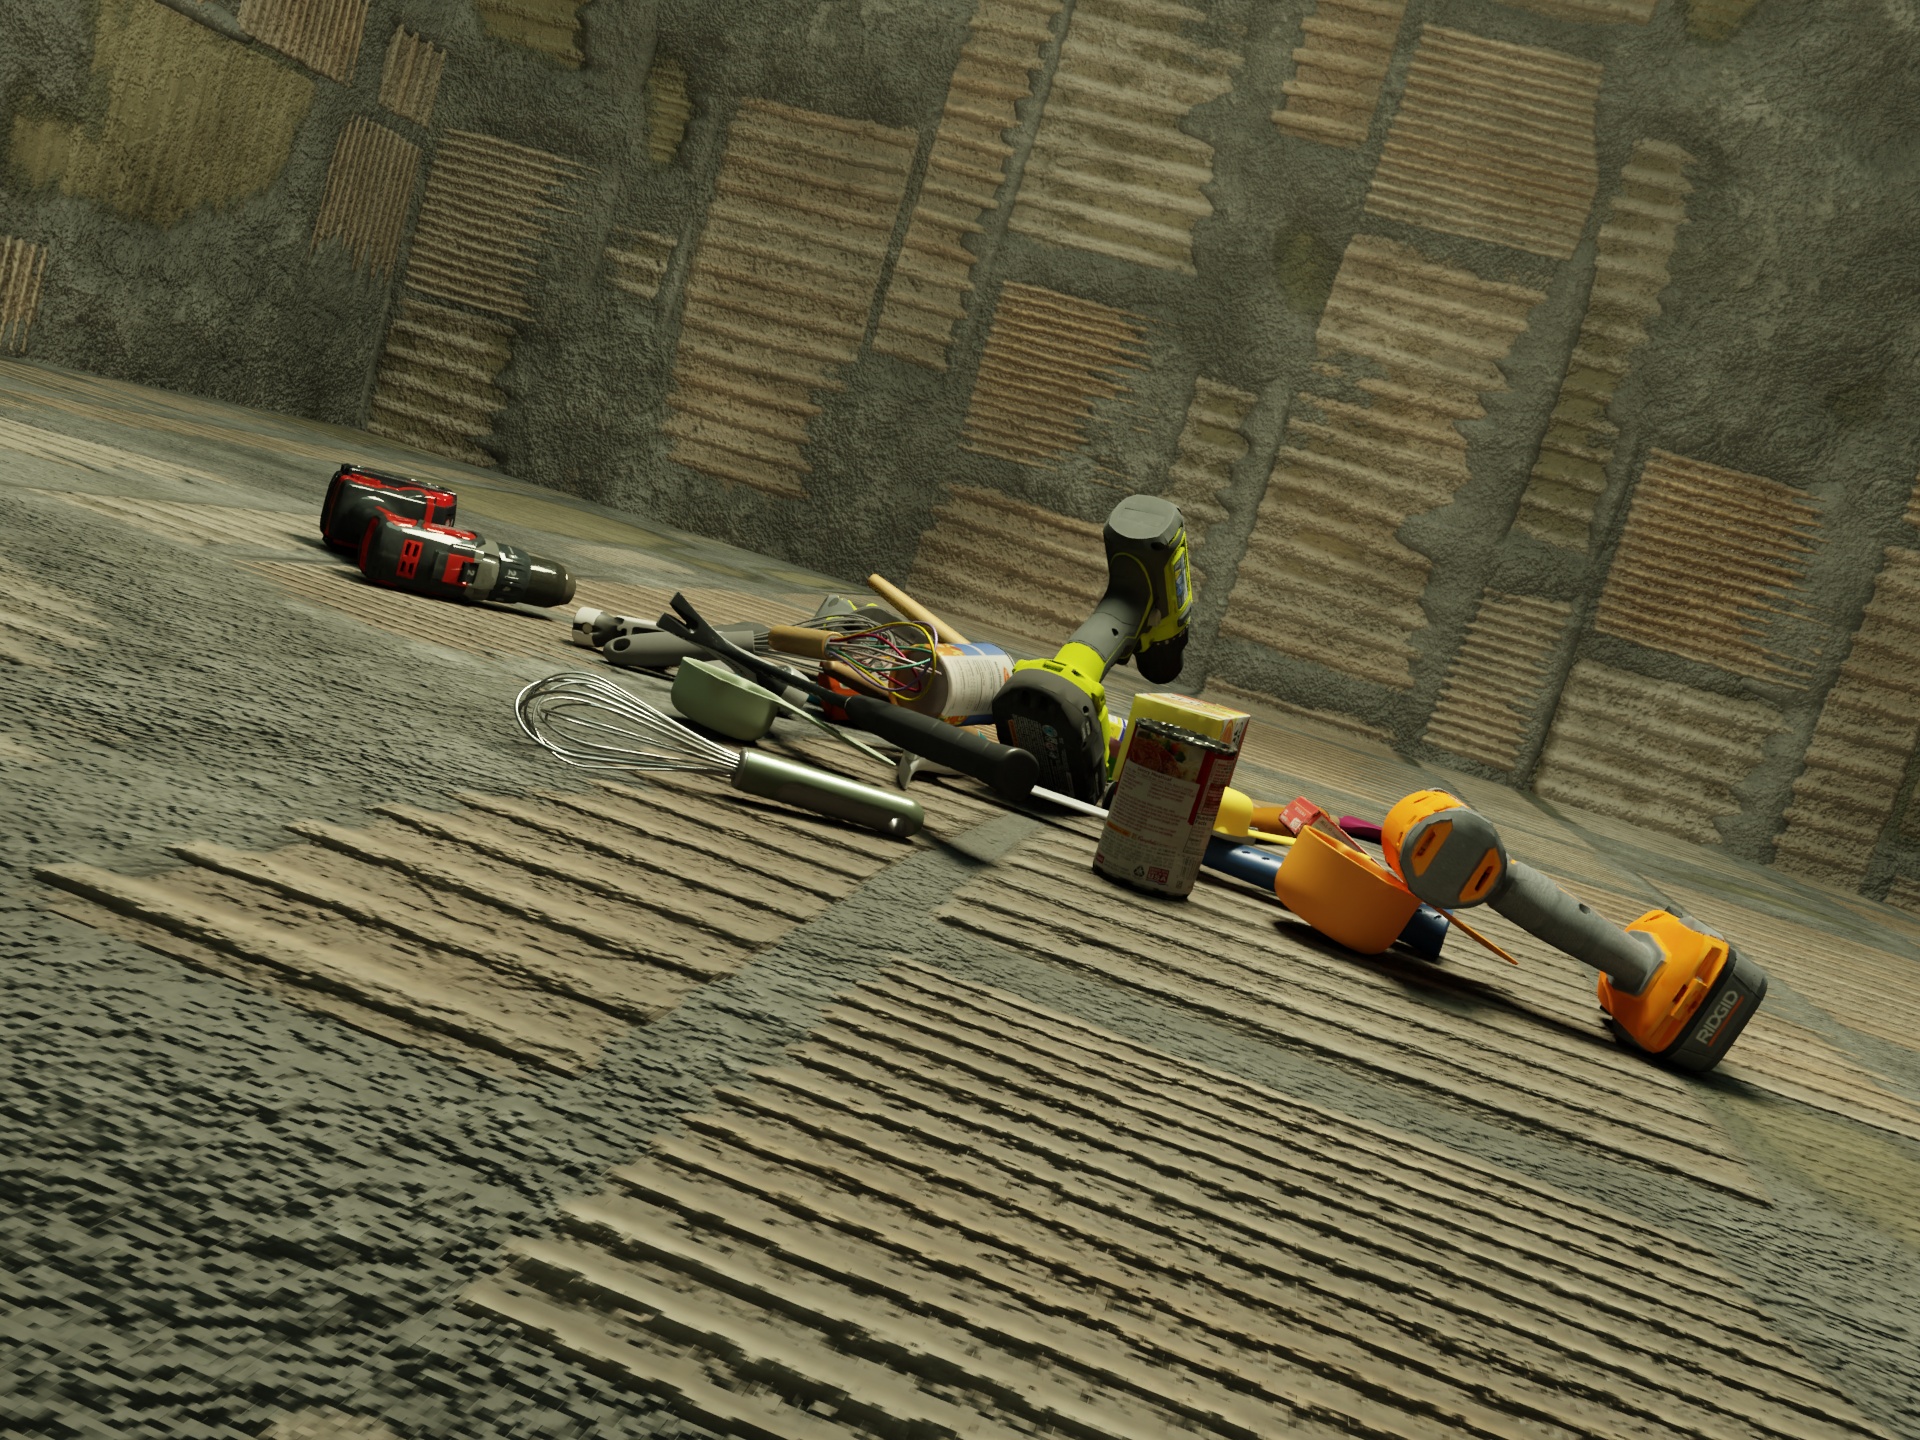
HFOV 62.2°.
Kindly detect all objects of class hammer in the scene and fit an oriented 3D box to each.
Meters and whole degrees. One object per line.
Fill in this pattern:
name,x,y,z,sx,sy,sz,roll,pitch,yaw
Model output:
hammer,-0.228,-0.075,1.474,0.146,0.035,0.335,11,5,8
hammer,0.250,0.088,1.353,0.127,0.034,0.336,20,7,32
hammer,0.143,0.083,1.129,0.405,0.035,0.144,19,7,17
hammer,-0.078,-0.014,1.099,0.149,0.036,0.409,35,-8,-35

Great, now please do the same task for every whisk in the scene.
whisk,-0.171,-0.059,1.303,0.239,0.055,0.055,-3,10,-8
whisk,-0.135,0.026,0.916,0.246,0.057,0.059,18,41,-17
whisk,-0.083,-0.048,1.149,0.051,0.047,0.245,-31,21,-25

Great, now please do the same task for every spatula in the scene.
spatula,-0.002,-0.004,1.321,0.082,0.044,0.317,28,2,42

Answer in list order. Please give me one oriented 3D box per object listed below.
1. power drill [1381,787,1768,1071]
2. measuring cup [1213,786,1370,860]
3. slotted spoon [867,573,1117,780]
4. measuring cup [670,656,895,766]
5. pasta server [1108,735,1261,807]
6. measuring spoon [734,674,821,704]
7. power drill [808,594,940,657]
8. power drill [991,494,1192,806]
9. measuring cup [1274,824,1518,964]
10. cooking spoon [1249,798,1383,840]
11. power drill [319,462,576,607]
power drill,0.372,0.119,1.012,0.226,0.084,0.164,31,8,3
measuring cup,0.226,0.072,1.136,0.156,0.029,0.062,14,7,-12
slotted spoon,0.037,-0.038,1.480,0.314,0.031,0.070,38,-15,8
measuring cup,-0.126,0.007,1.111,0.167,0.038,0.083,27,3,6
pasta server,0.169,0.036,1.405,0.316,0.060,0.040,24,-24,-31
measuring spoon,-0.155,-0.035,1.405,0.128,0.021,0.042,15,7,-26
power drill,-0.059,-0.051,1.503,0.171,0.080,0.223,32,2,-10
power drill,0.121,-0.043,1.285,0.080,0.229,0.190,18,-34,26
measuring cup,0.281,0.133,1.031,0.173,0.052,0.095,32,7,-11
cooking spoon,0.353,0.099,1.575,0.318,0.017,0.069,12,7,-38
power drill,-0.469,-0.158,1.444,0.187,0.080,0.227,11,12,-38
